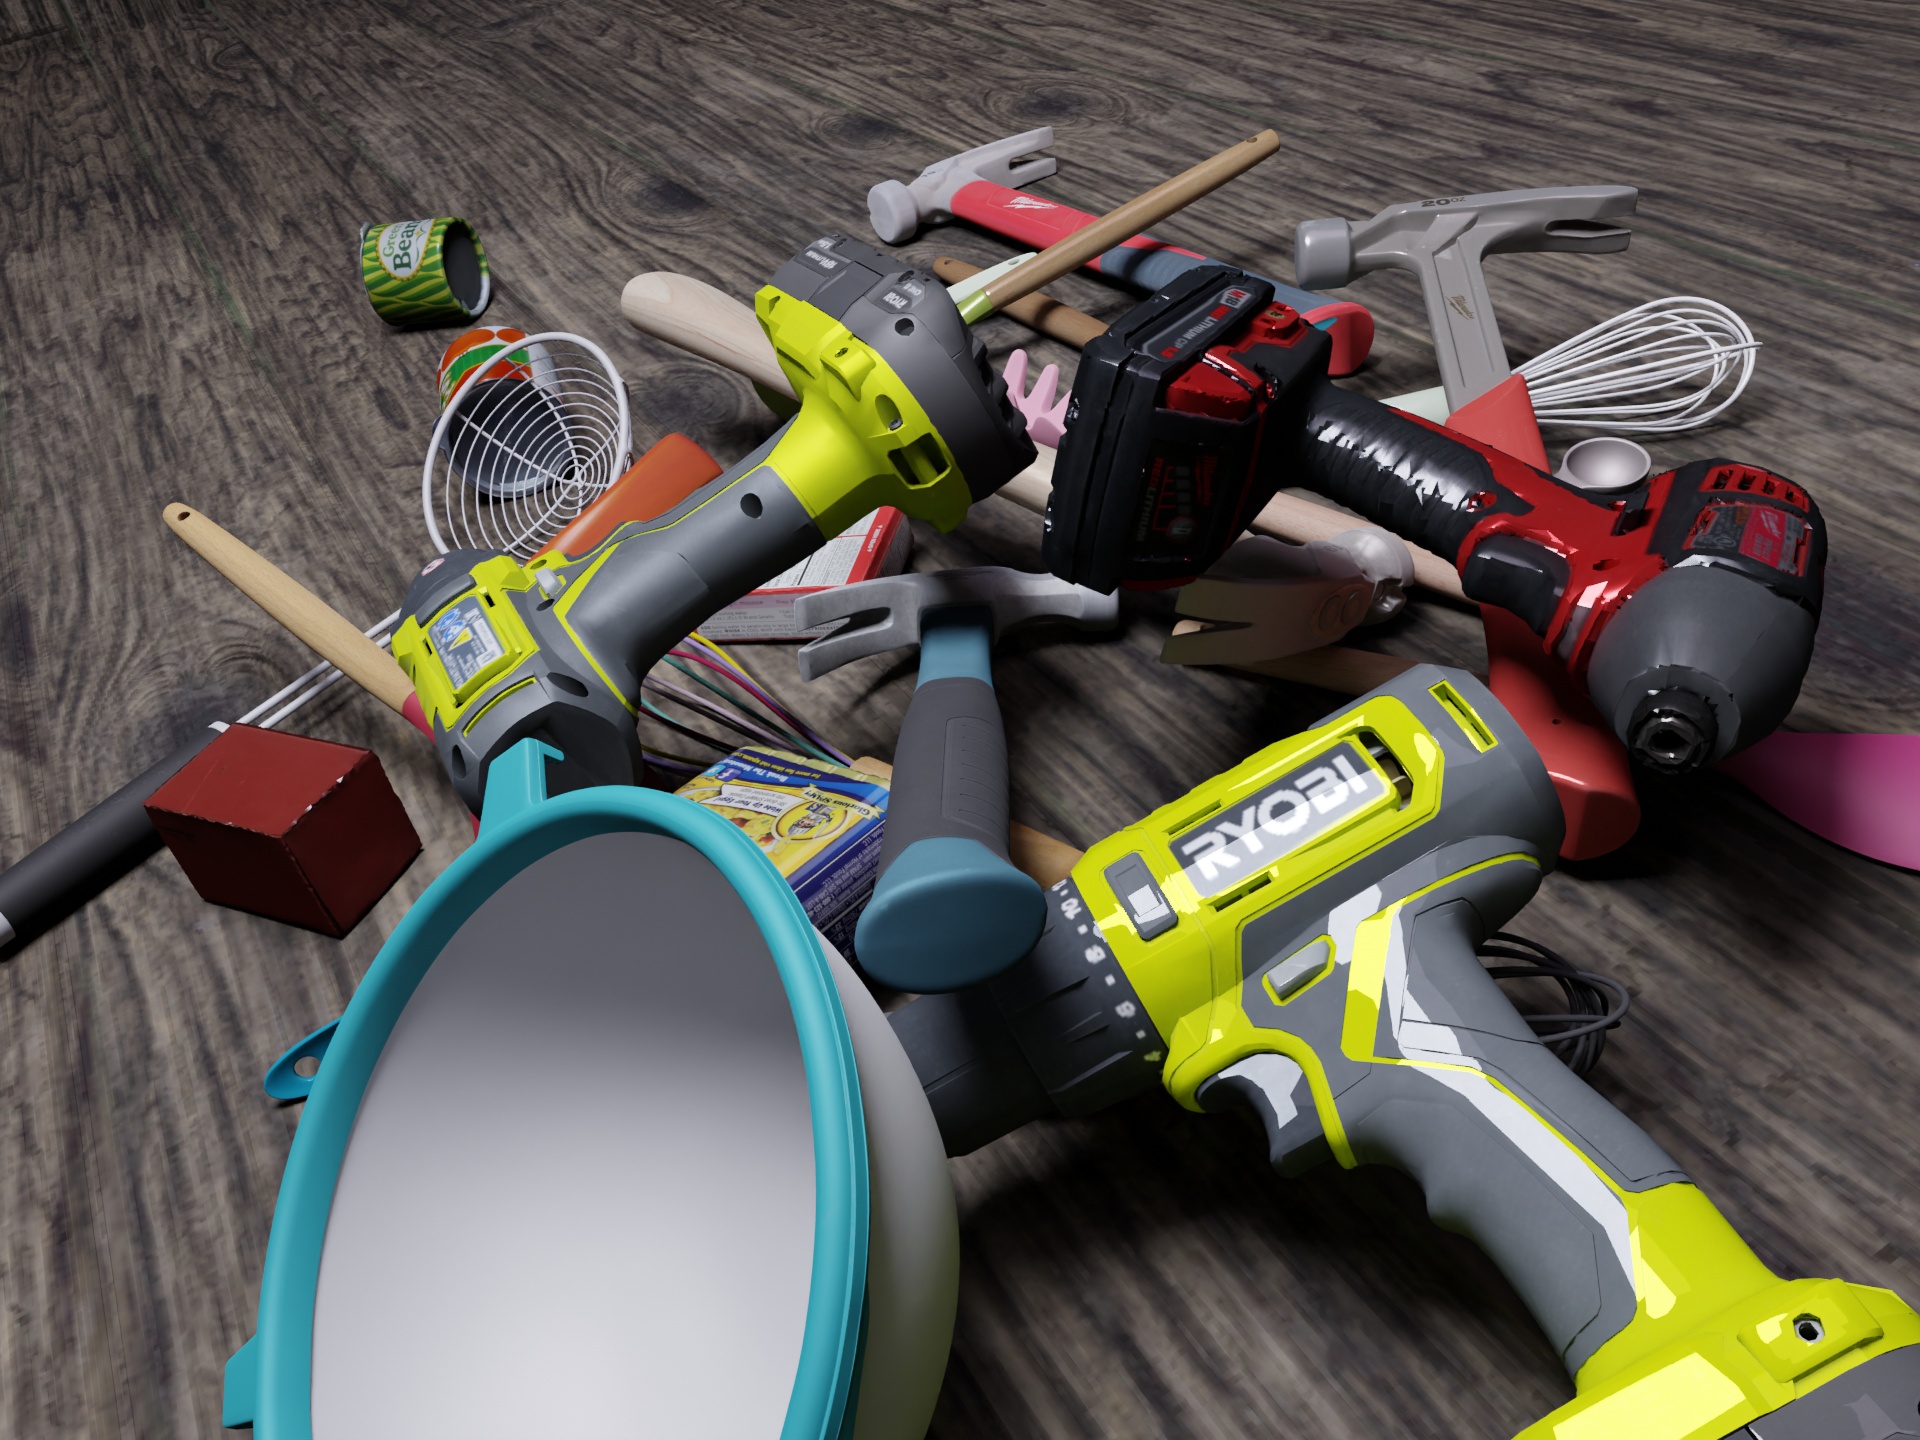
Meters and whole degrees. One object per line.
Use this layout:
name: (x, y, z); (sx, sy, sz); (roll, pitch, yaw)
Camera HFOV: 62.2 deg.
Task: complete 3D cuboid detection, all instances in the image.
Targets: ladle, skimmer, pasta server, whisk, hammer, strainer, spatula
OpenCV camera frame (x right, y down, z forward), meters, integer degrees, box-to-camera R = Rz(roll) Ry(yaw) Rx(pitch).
ladle: (-0.231, -0.019, 0.635); (0.316, 0.031, 0.069); (32, 64, 27)
skimmer: (-0.283, -0.049, 0.696); (0.127, 0.090, 0.363); (18, 47, 30)
pasta server: (0.113, -0.106, 0.687); (0.316, 0.040, 0.060); (27, 26, 34)
ladle: (0.033, -0.246, 0.847); (0.320, 0.062, 0.078); (-31, 47, -7)
whisk: (0.228, -0.139, 0.708); (0.246, 0.058, 0.059); (-12, 3, 8)
hammer: (-0.001, -0.002, 0.512); (0.128, 0.033, 0.331); (-4, 18, 2)
hammer: (0.216, -0.099, 0.609); (0.149, 0.036, 0.359); (-3, 46, 9)
whisk: (0.066, 0.091, 0.461); (0.239, 0.055, 0.055); (-6, 38, 15)
strainer: (-0.030, 0.146, 0.334); (0.341, 0.095, 0.211); (23, 89, 44)
spatula: (0.068, -0.217, 0.852); (0.082, 0.044, 0.318); (-35, 41, -14)
whisk: (-0.053, 0.012, 0.596); (0.245, 0.051, 0.047); (22, 44, 33)
hammer: (0.102, -0.279, 0.926); (0.143, 0.038, 0.387); (-28, 40, -21)
hammer: (-0.018, -0.124, 0.681); (0.411, 0.038, 0.146); (30, 28, 34)

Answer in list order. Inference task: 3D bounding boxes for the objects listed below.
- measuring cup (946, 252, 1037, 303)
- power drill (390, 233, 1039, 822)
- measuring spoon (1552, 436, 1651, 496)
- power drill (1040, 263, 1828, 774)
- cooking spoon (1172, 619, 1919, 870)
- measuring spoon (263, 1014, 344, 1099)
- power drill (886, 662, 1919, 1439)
measuring cup: (-0.038, -0.243, 0.900); (0.167, 0.038, 0.083); (-23, 37, 2)
power drill: (-0.099, -0.072, 0.570); (0.223, 0.080, 0.171); (-39, 38, -5)
measuring spoon: (0.232, -0.082, 0.663); (0.124, 0.018, 0.034); (-28, 45, -8)
power drill: (0.144, -0.058, 0.482); (0.220, 0.078, 0.143); (24, 38, 17)
cooking spoon: (0.221, 0.000, 0.552); (0.319, 0.017, 0.069); (14, 44, 29)
measuring spoon: (-0.177, 0.089, 0.543); (0.128, 0.042, 0.021); (-30, 21, -10)
power drill: (0.089, 0.109, 0.363); (0.190, 0.080, 0.229); (-30, 48, 1)
